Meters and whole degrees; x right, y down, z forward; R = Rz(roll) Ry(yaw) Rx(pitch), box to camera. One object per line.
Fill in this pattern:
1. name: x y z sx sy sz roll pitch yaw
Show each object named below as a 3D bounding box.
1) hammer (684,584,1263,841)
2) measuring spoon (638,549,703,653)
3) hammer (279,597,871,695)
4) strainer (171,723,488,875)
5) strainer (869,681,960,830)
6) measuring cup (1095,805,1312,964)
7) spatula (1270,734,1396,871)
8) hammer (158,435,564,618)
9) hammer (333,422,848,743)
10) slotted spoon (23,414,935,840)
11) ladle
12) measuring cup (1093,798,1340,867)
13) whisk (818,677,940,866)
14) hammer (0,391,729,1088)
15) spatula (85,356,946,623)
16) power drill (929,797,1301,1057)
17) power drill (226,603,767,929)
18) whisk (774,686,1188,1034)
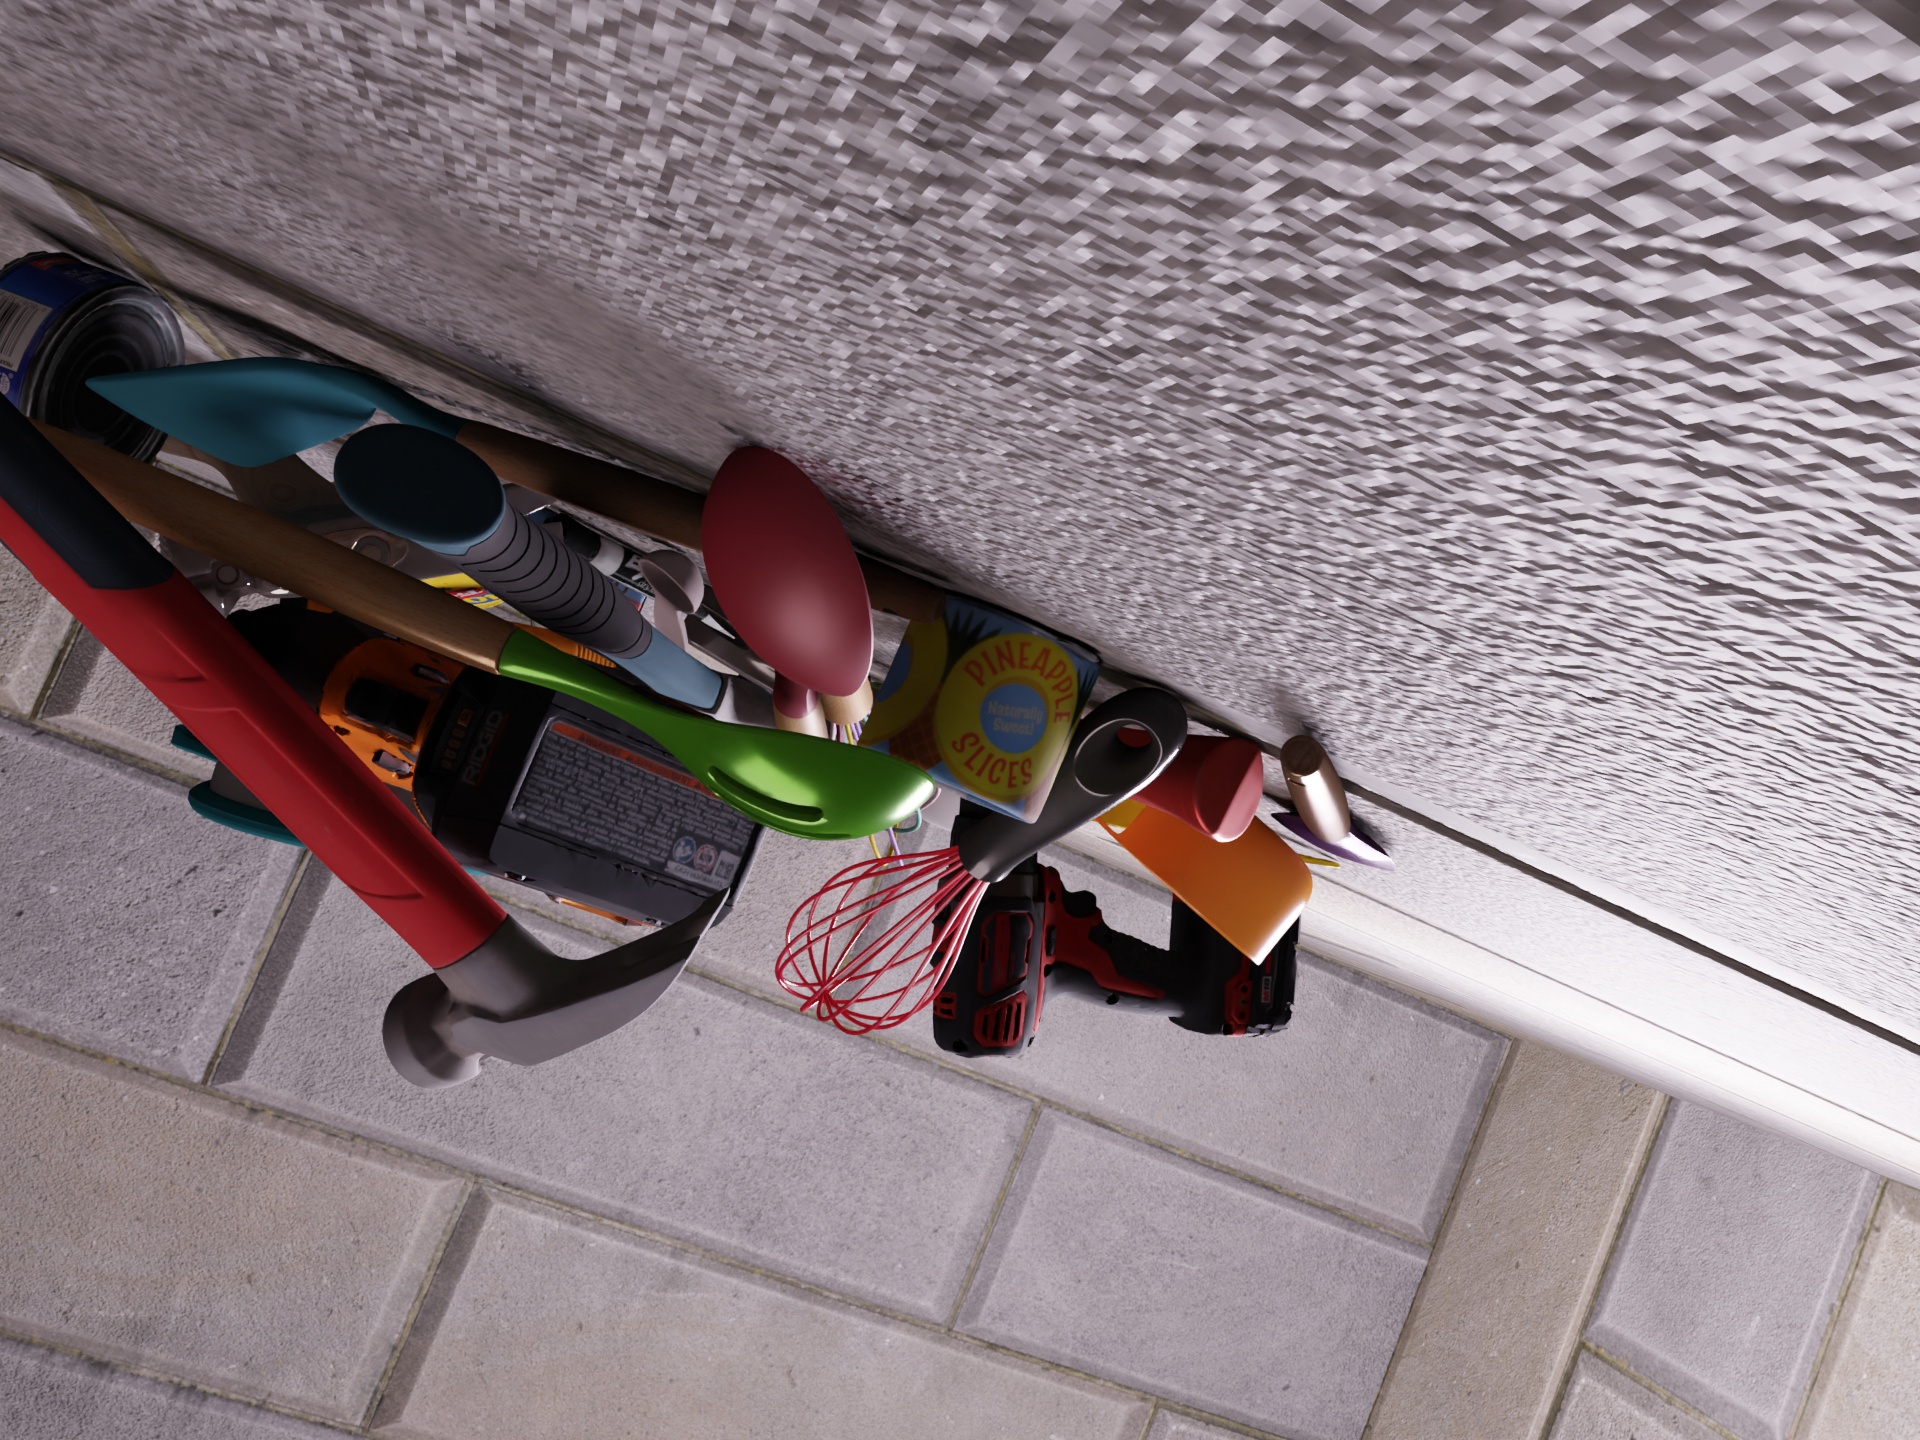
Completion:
1. hammer: -0.001 -0.002 0.705 0.149 0.037 0.359 34 170 -29
2. measuring spoon: -0.135 -0.054 0.766 0.034 0.018 0.124 40 163 3
3. hammer: -0.213 -0.035 0.912 0.336 0.034 0.127 9 -179 -39
4. strainer: -0.343 0.006 0.895 0.340 0.095 0.210 13 -179 36
5. strainer: -0.011 0.032 1.000 0.151 0.069 0.256 21 177 23
6. measuring cup: 0.093 0.040 0.758 0.174 0.052 0.095 44 -179 24
7. spatula: 0.141 0.037 0.617 0.060 0.018 0.315 22 177 18
8. hammer: -0.322 -0.120 0.757 0.146 0.038 0.411 -14 -156 -29
9. hammer: -0.130 -0.036 0.585 0.128 0.033 0.331 17 172 9
10. slotted spoon: -0.157 -0.030 0.473 0.314 0.031 0.070 23 163 3
11. ladle: -0.054 -0.002 0.534 0.069 0.031 0.315 54 168 12
12. measuring cup: 0.141 0.057 0.893 0.156 0.029 0.062 11 177 -7
13. whisk: -0.044 -0.002 0.639 0.051 0.047 0.244 30 161 18
14. hammer: -0.231 -0.047 0.444 0.143 0.038 0.386 -25 113 34
15. spatula: -0.150 -0.077 0.542 0.317 0.044 0.082 20 173 19
16. power drill: 0.090 0.106 0.954 0.226 0.188 0.080 4 178 -24
17. power drill: -0.195 0.006 0.615 0.227 0.084 0.164 14 170 46
18. whisk: 0.001 0.061 0.632 0.073 0.073 0.295 24 143 -17
